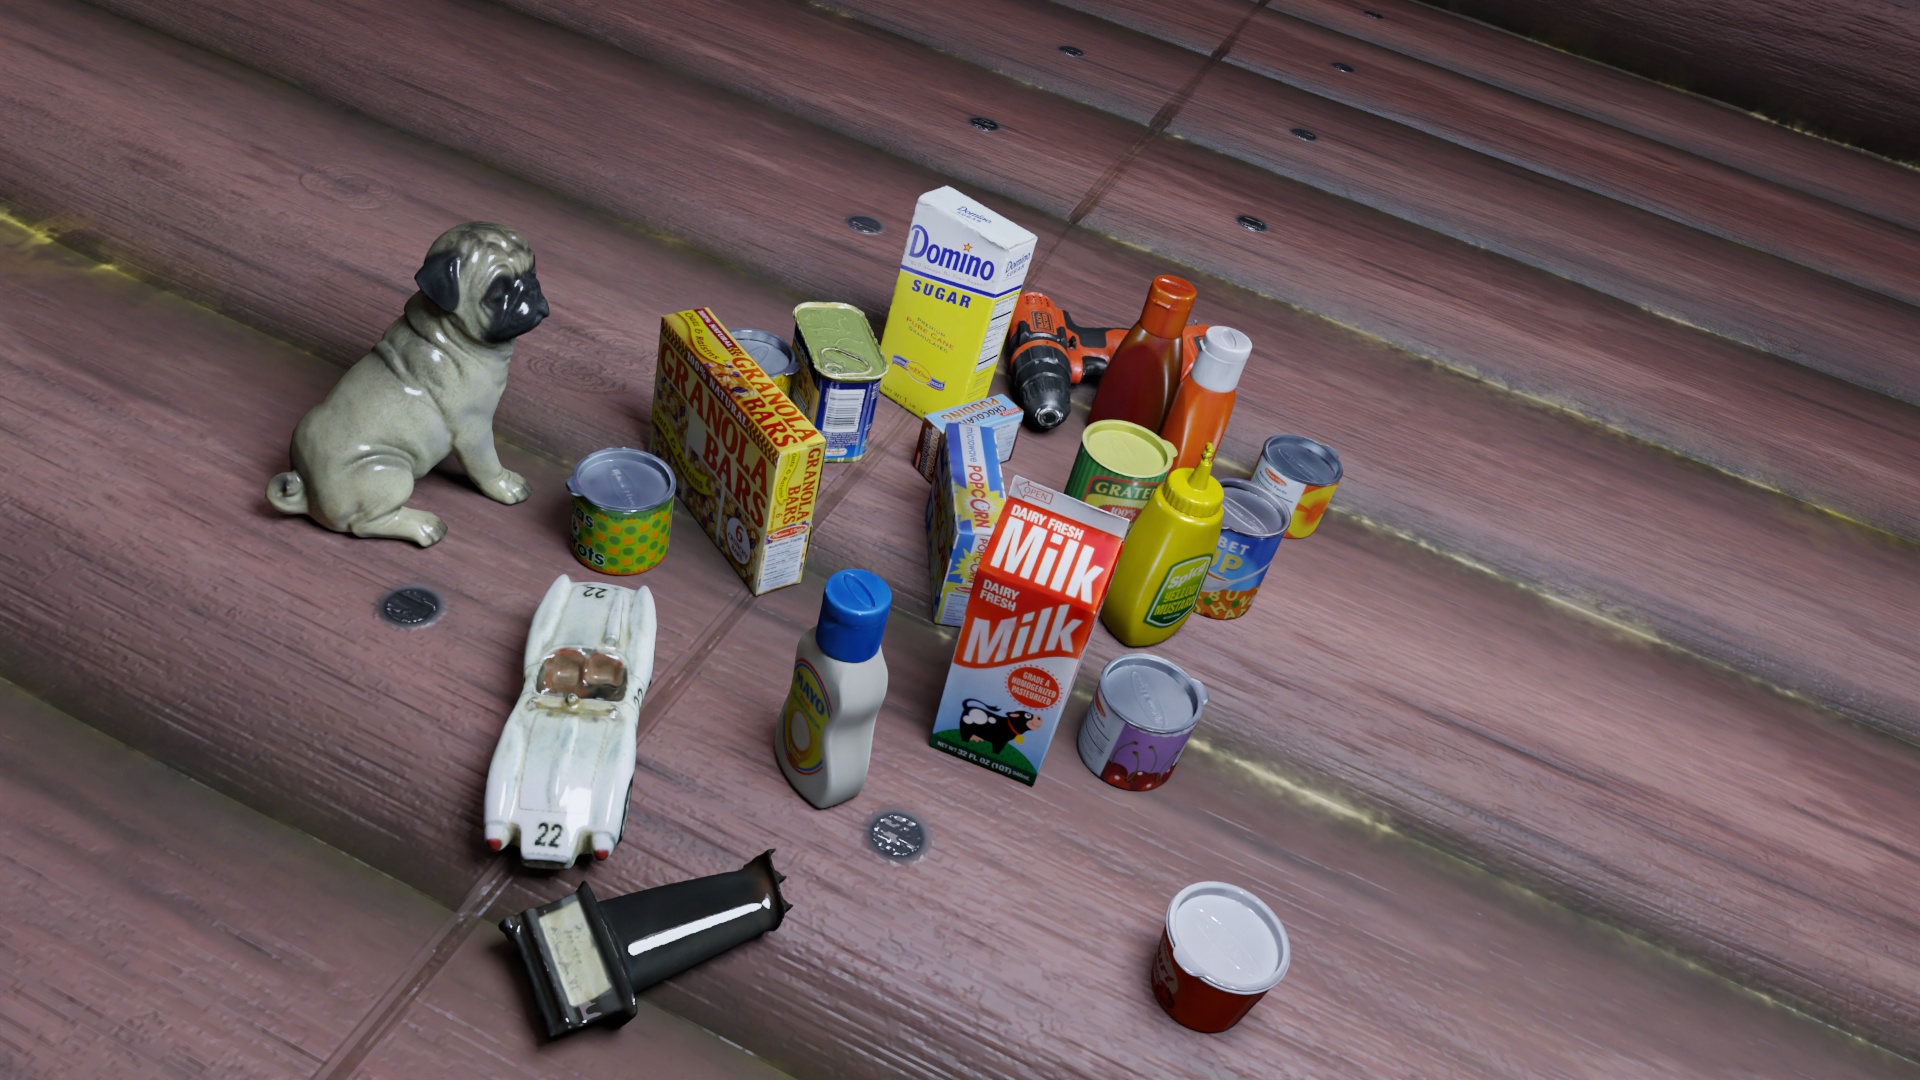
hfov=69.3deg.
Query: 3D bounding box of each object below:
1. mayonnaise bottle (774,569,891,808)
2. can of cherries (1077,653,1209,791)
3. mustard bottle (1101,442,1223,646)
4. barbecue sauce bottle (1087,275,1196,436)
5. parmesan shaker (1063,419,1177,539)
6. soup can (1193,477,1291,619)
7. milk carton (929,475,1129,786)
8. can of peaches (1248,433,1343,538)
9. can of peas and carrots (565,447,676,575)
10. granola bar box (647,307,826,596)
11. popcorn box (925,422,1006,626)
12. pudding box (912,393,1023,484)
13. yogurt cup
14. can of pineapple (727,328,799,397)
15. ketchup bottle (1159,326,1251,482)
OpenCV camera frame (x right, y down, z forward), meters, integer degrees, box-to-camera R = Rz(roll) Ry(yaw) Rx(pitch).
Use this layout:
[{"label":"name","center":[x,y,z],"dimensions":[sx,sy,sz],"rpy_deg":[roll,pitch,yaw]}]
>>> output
[{"label":"mayonnaise bottle","center":[-0.070,0.082,0.780],"dimensions":[0.041,0.147,0.065],"rpy_deg":[-16,48,-34]},{"label":"can of cherries","center":[0.115,0.115,0.874],"dimensions":[0.071,0.058,0.072],"rpy_deg":[10,39,-8]},{"label":"mustard bottle","center":[0.143,0.001,0.941],"dimensions":[0.065,0.159,0.049],"rpy_deg":[-14,47,-32]},{"label":"barbecue sauce bottle","center":[0.152,-0.143,1.130],"dimensions":[0.065,0.147,0.044],"rpy_deg":[28,40,16]},{"label":"parmesan shaker","center":[0.110,-0.027,1.010],"dimensions":[0.071,0.102,0.072],"rpy_deg":[10,39,-8]},{"label":"soup can","center":[0.193,0.007,1.012],"dimensions":[0.071,0.083,0.072],"rpy_deg":[10,39,-8]},{"label":"milk carton","center":[0.042,0.048,0.825],"dimensions":[0.072,0.189,0.074],"rpy_deg":[21,38,7]},{"label":"can of peaches","center":[0.268,-0.044,1.121],"dimensions":[0.071,0.057,0.071],"rpy_deg":[10,39,-8]},{"label":"can of peas and carrots","center":[-0.227,-0.018,0.920],"dimensions":[0.071,0.058,0.071],"rpy_deg":[10,39,-8]},{"label":"granola bar box","center":[-0.155,-0.062,0.946],"dimensions":[0.039,0.123,0.166],"rpy_deg":[-16,48,-34]},{"label":"popcorn box","center":[0.003,-0.012,0.970],"dimensions":[0.038,0.084,0.127],"rpy_deg":[7,39,-11]},{"label":"pudding box","center":[0.007,-0.080,1.082],"dimensions":[0.084,0.049,0.030],"rpy_deg":[-20,50,-37]},{"label":"yogurt cup","center":[0.136,0.227,0.748],"dimensions":[0.072,0.053,0.073],"rpy_deg":[10,39,-8]},{"label":"can of pineapple","center":[-0.162,-0.121,1.069],"dimensions":[0.071,0.057,0.071],"rpy_deg":[10,39,-8]},{"label":"ketchup bottle","center":[0.185,-0.095,1.083],"dimensions":[0.043,0.148,0.065],"rpy_deg":[8,39,-10]}]
